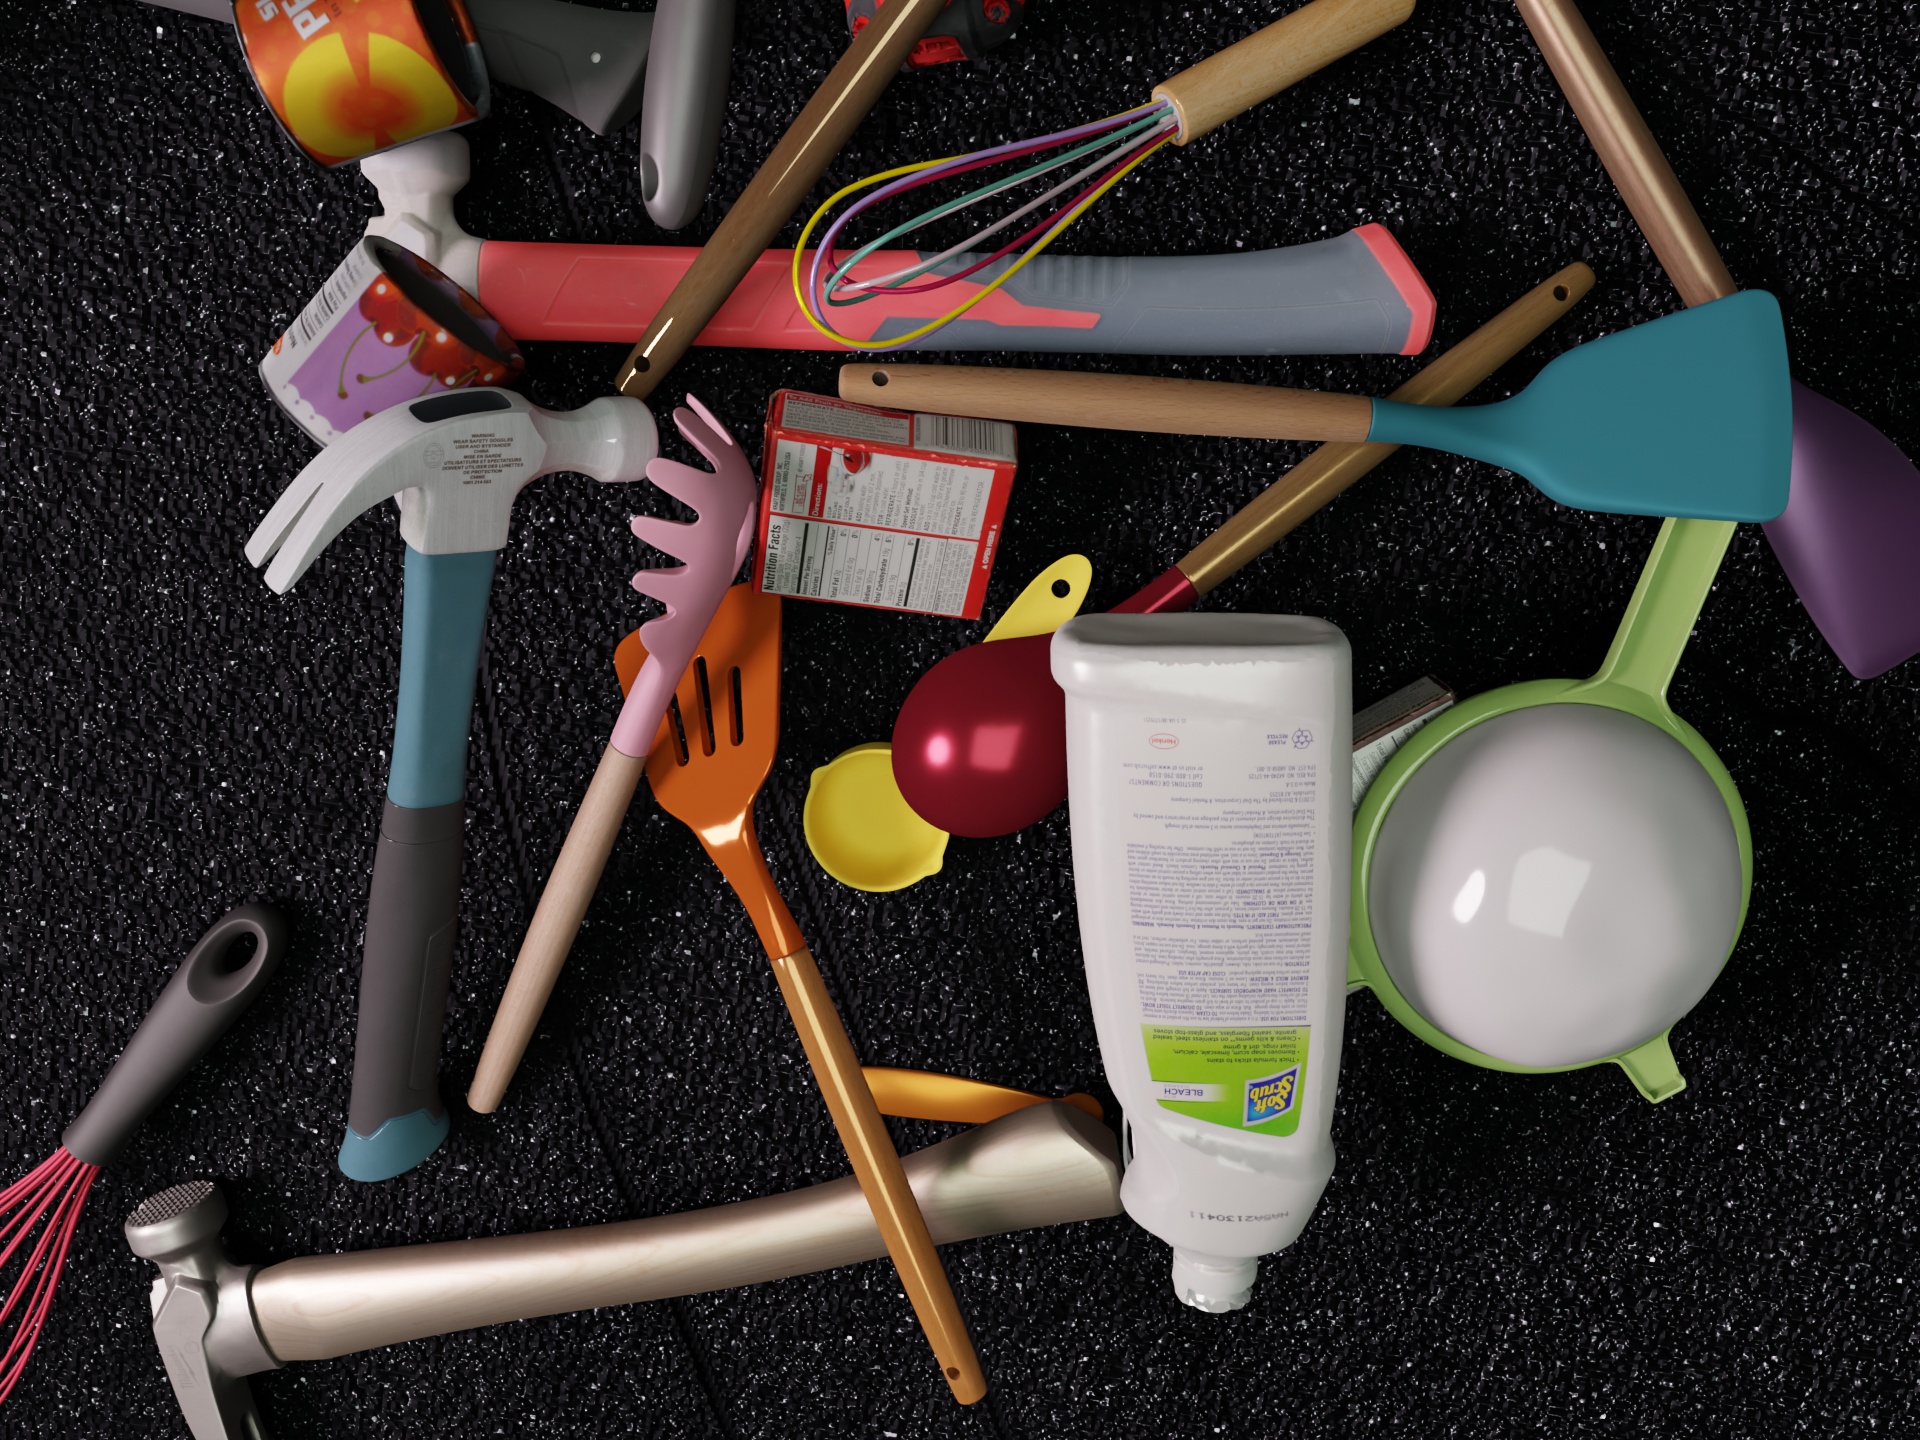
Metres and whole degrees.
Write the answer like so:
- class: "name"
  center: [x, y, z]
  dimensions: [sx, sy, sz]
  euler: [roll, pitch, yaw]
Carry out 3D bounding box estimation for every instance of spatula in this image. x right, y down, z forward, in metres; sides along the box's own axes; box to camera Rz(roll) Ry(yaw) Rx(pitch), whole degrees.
- class: "spatula"
  center: [0.272, -0.155, 0.574]
  dimensions: [0.060, 0.018, 0.316]
  euler: [-34, 99, 6]
- class: "spatula"
  center: [-0.052, 0.107, 0.607]
  dimensions: [0.081, 0.041, 0.322]
  euler: [-20, 94, 25]
- class: "spatula"
  center: [0.117, -0.111, 0.545]
  dimensions: [0.317, 0.044, 0.082]
  euler: [3, 80, -1]

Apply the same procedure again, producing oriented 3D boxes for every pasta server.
- class: "pasta server"
  center: [-0.141, 0.028, 0.599]
  dimensions: [0.040, 0.060, 0.316]
  euler: [23, 114, -9]

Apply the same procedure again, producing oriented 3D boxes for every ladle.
- class: "ladle"
  center: [-0.020, -0.223, 0.499]
  dimensions: [0.078, 0.062, 0.320]
  euler: [43, 111, 0]
- class: "ladle"
  center: [0.104, -0.065, 0.581]
  dimensions: [0.315, 0.031, 0.069]
  euler: [-38, 91, 1]

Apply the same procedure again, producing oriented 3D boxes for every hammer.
- class: "hammer"
  center: [-0.269, -0.274, 0.572]
  dimensions: [0.335, 0.035, 0.146]
  euler: [12, 102, 1]
- class: "hammer"
  center: [-0.197, 0.038, 0.587]
  dimensions: [0.033, 0.128, 0.330]
  euler: [39, 125, 39]
- class: "hammer"
  center: [-0.133, 0.231, 0.657]
  dimensions: [0.410, 0.038, 0.146]
  euler: [-12, 102, 7]
- class: "hammer"
  center: [-0.026, -0.138, 0.584]
  dimensions: [0.386, 0.038, 0.143]
  euler: [2, 103, 3]

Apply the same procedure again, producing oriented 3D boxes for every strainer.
- class: "strainer"
  center: [0.233, 0.015, 0.548]
  dimensions: [0.151, 0.069, 0.256]
  euler: [18, 101, -4]

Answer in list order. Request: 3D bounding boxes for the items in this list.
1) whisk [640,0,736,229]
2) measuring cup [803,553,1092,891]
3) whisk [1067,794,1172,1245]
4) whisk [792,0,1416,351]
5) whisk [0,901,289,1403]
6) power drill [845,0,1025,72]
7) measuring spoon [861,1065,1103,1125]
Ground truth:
- class: "whisk"
  center: [-0.077, -0.283, 0.521]
  dimensions: [0.055, 0.055, 0.239]
  euler: [11, 103, 1]
- class: "measuring cup"
  center: [-0.001, -0.002, 0.616]
  dimensions: [0.062, 0.029, 0.156]
  euler: [38, 98, -4]
- class: "whisk"
  center: [0.072, 0.093, 0.624]
  dimensions: [0.059, 0.058, 0.246]
  euler: [-19, 98, -28]
- class: "whisk"
  center: [0.051, -0.198, 0.538]
  dimensions: [0.245, 0.051, 0.047]
  euler: [-31, 75, -9]
- class: "whisk"
  center: [-0.373, 0.192, 0.661]
  dimensions: [0.073, 0.073, 0.296]
  euler: [38, 94, -5]
- class: "power drill"
  center: [0.059, -0.310, 0.528]
  dimensions: [0.219, 0.078, 0.143]
  euler: [-8, 101, 8]
- class: "measuring spoon"
  center: [0.001, 0.158, 0.653]
  dimensions: [0.117, 0.011, 0.021]
  euler: [7, 101, 1]
